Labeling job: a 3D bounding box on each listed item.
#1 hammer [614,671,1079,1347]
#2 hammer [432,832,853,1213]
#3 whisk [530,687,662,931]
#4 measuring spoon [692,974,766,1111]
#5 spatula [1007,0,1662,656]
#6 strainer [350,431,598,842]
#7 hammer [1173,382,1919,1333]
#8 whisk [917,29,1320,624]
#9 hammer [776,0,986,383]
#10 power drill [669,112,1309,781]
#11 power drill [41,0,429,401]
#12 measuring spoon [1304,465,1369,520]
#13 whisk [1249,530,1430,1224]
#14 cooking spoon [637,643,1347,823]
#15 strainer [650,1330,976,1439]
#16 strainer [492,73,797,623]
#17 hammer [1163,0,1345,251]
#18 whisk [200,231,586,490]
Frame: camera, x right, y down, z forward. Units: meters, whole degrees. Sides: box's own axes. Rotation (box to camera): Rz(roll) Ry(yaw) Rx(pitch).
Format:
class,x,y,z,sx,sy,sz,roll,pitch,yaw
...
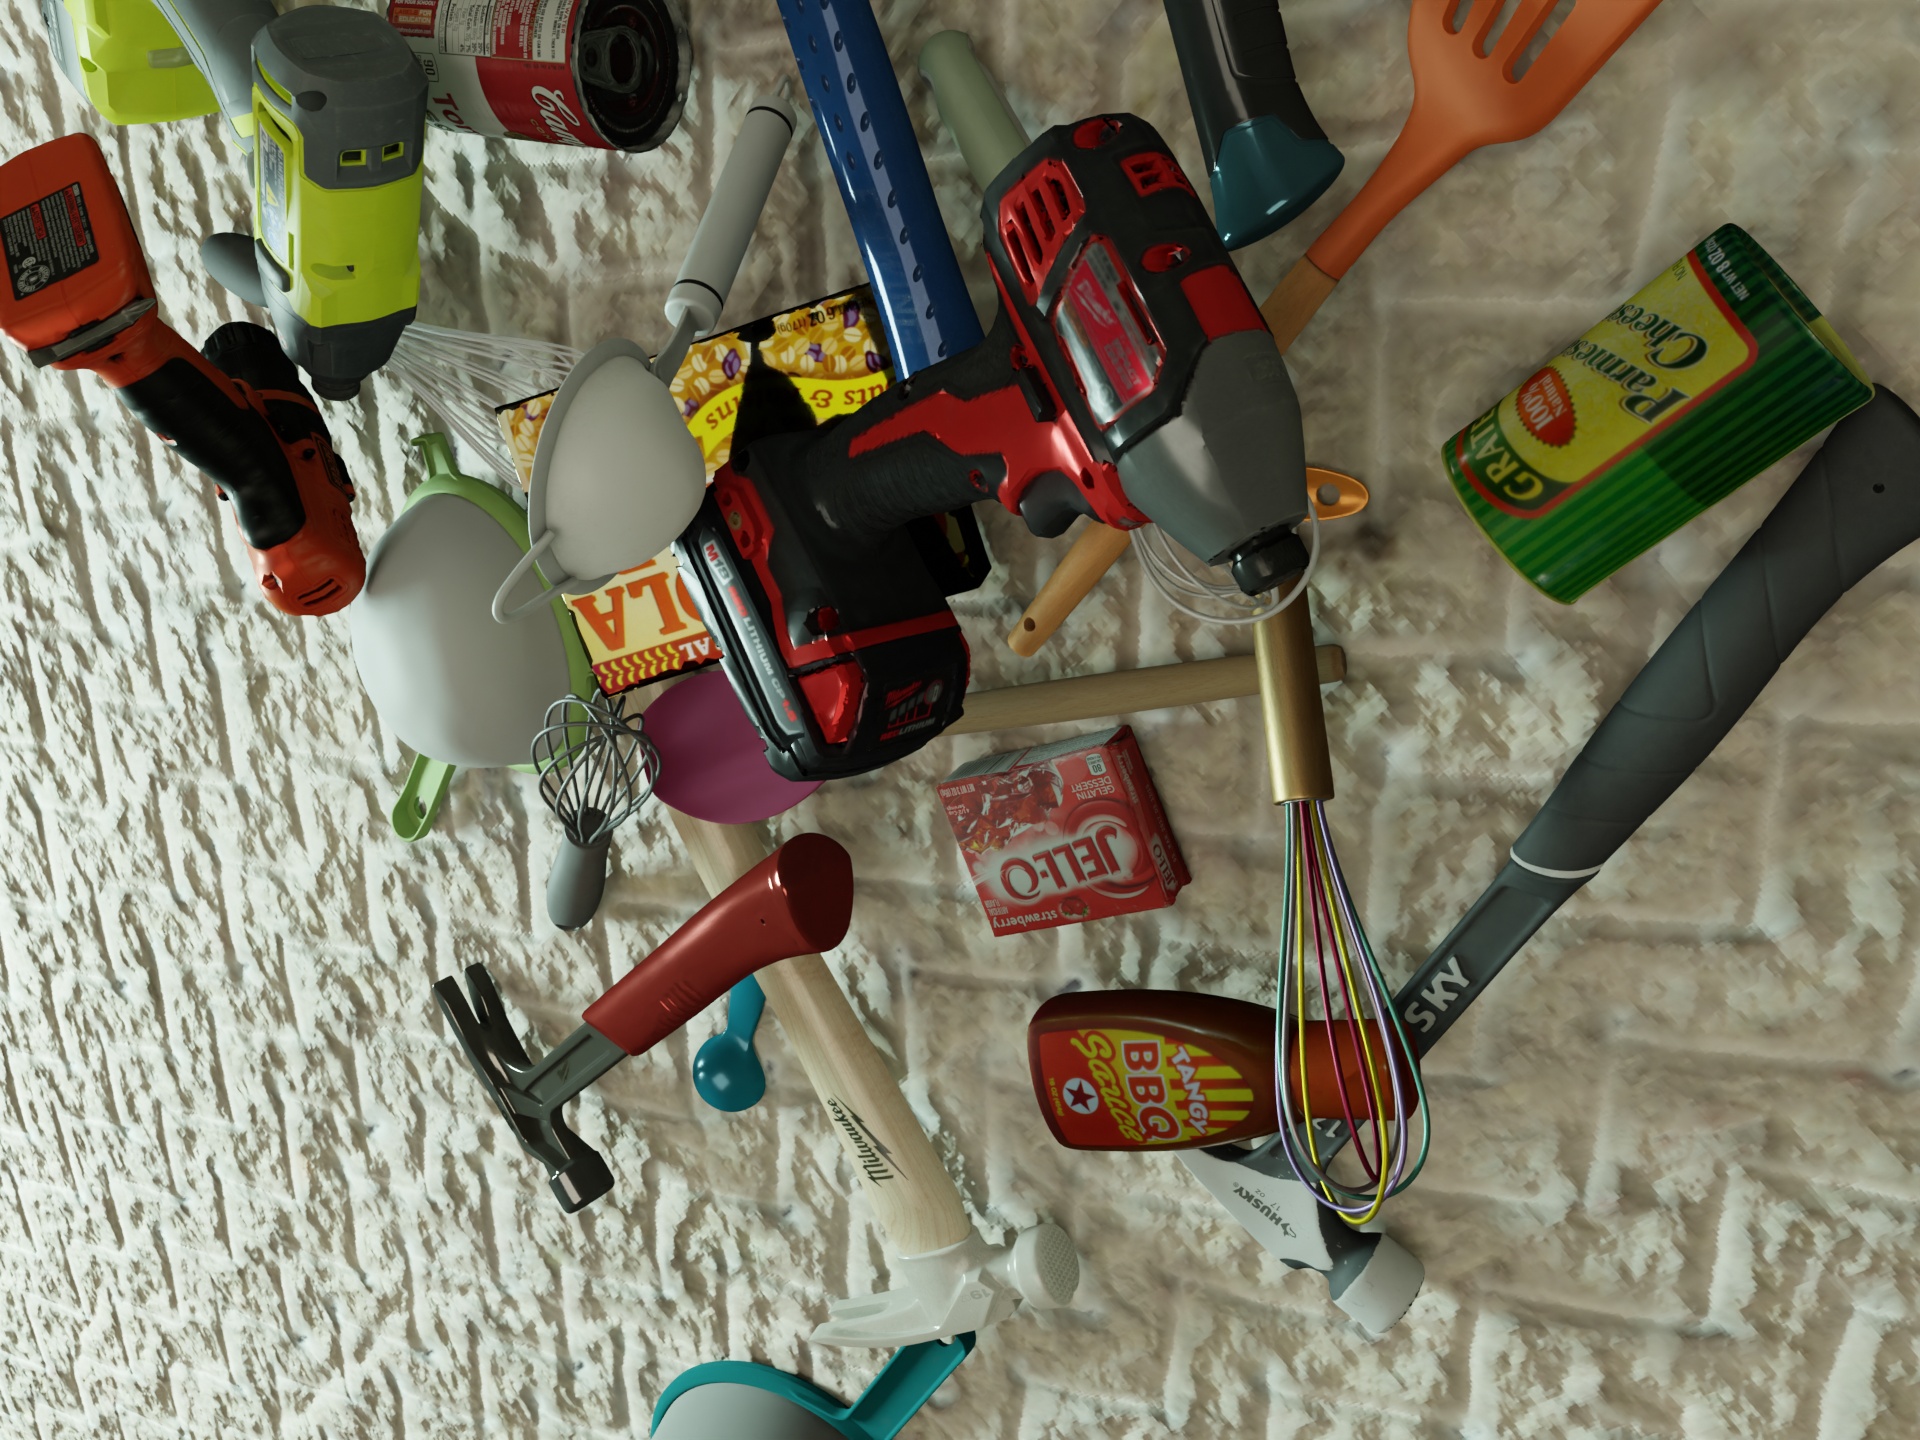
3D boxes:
class,x,y,z,sx,sy,sz,roll,pitch,yaw
hammer,-0.093,0.113,0.760,0.146,0.038,0.410,-23,96,27
hammer,-0.156,0.129,0.763,0.149,0.036,0.359,57,137,7
whisk,-0.177,0.052,0.744,0.055,0.055,0.238,43,149,8
measuring spoon,-0.114,0.150,0.803,0.042,0.021,0.128,25,120,19
spatula,0.103,-0.135,0.538,0.081,0.041,0.322,50,124,18
strainer,-0.265,-0.005,0.779,0.151,0.069,0.256,50,134,12
hammer,0.200,0.060,0.577,0.149,0.036,0.408,36,123,13
whisk,0.047,-0.140,0.547,0.059,0.057,0.246,-29,76,7
hammer,-0.063,-0.299,0.525,0.144,0.035,0.405,-9,109,36
power drill,0.009,-0.069,0.510,0.219,0.078,0.143,-33,80,41
power drill,-0.301,-0.257,0.666,0.223,0.080,0.171,51,143,19
measuring spoon,0.094,-0.087,0.592,0.117,0.011,0.021,7,111,24
whisk,0.126,0.049,0.557,0.051,0.047,0.245,-7,79,12
cooking spoon,-0.001,-0.002,0.655,0.319,0.017,0.069,-8,97,25
strainer,-0.088,0.434,0.864,0.211,0.095,0.340,38,126,11
strainer,-0.094,-0.139,0.555,0.050,0.259,0.086,9,152,10
hammer,0.055,-0.310,0.476,0.128,0.033,0.331,-13,98,24
whisk,-0.256,-0.171,0.733,0.285,0.070,0.070,28,122,24
